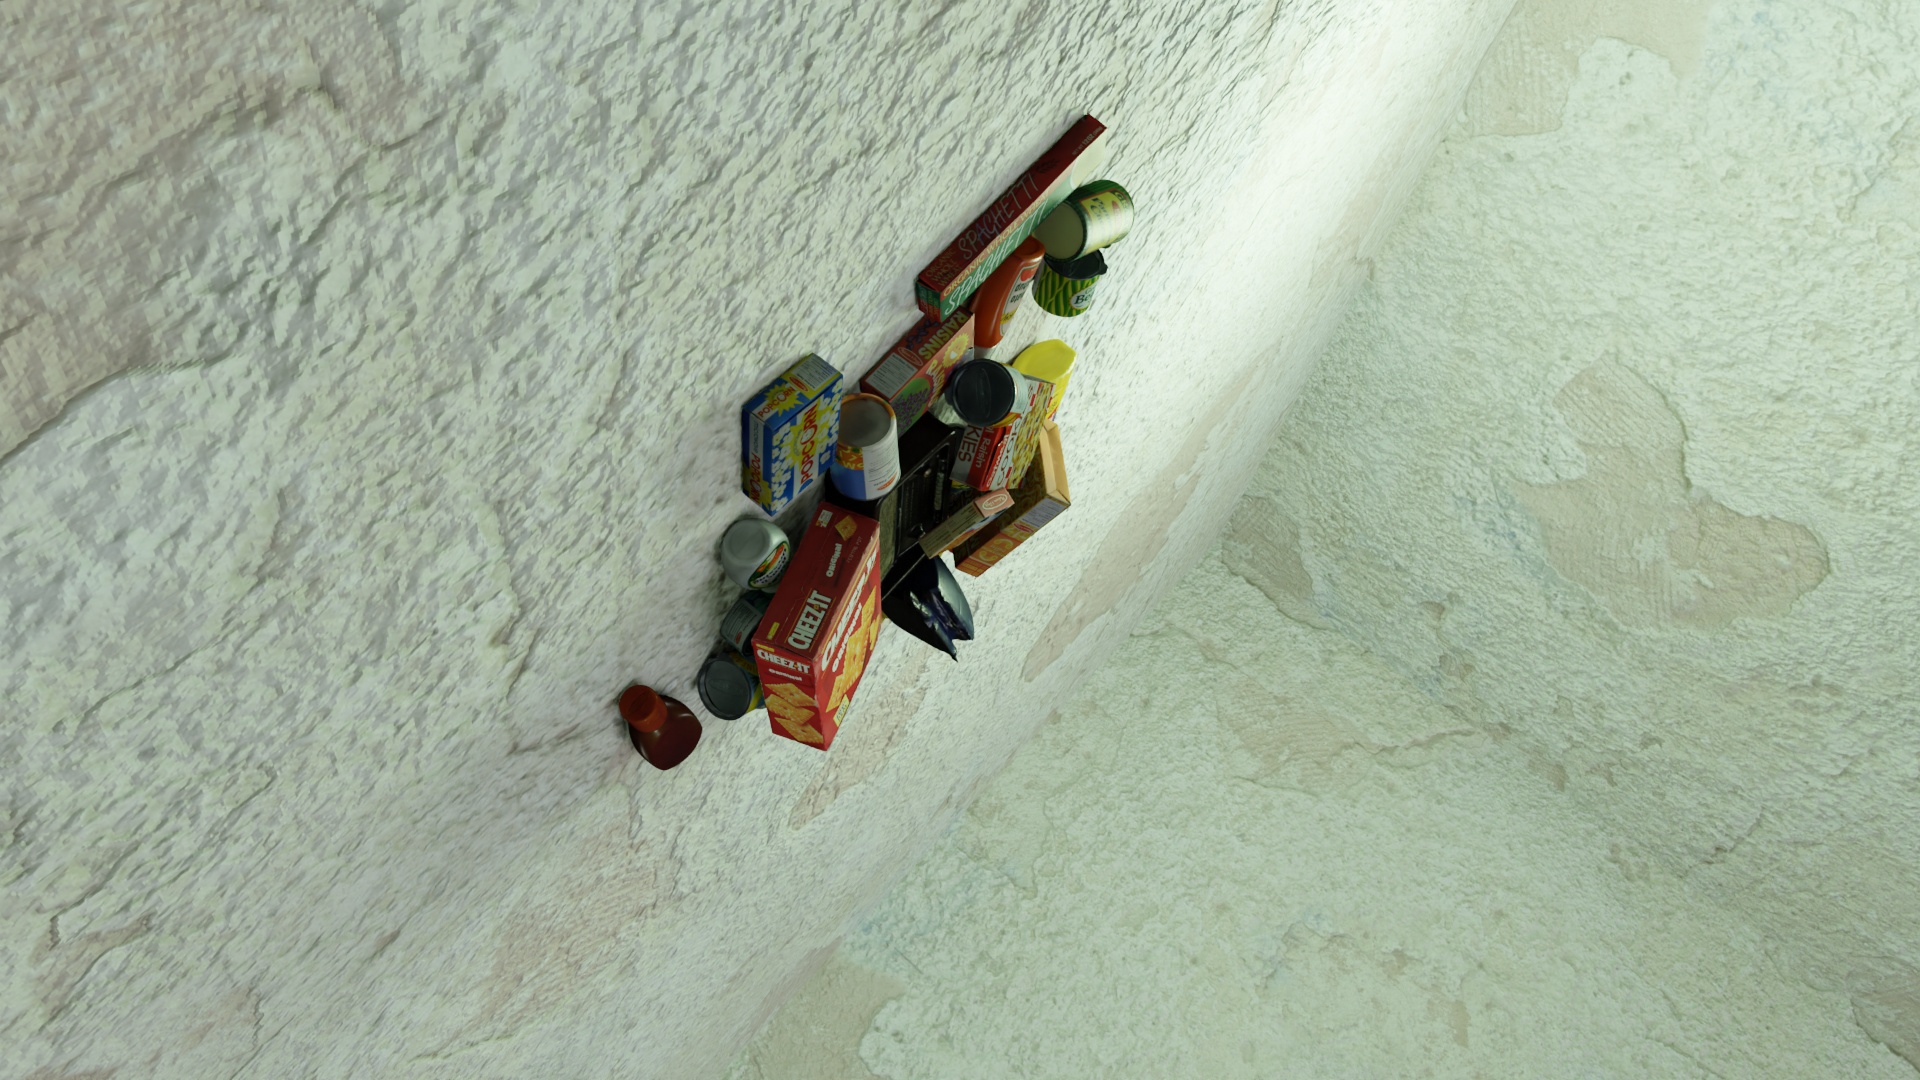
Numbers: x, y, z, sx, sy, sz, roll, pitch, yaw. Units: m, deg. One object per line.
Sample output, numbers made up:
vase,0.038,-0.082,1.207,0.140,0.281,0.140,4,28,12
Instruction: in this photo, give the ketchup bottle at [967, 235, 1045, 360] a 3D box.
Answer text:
ketchup bottle,0.032,-0.230,1.371,0.065,0.043,0.148,-43,164,-53

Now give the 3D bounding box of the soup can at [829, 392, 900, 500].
soup can,-0.092,-0.088,1.283,0.071,0.071,0.083,-46,159,-23

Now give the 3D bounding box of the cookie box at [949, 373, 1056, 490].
cookie box,0.048,-0.117,1.474,0.168,0.040,0.122,-10,119,-73

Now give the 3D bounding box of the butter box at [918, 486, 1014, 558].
butter box,0.005,-0.018,1.451,0.053,0.024,0.103,-26,172,-45

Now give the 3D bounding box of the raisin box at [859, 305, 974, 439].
raisin box,-0.039,-0.162,1.323,0.124,0.040,0.085,-48,163,-19

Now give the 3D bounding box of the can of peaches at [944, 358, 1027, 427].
can of peaches,0.026,-0.144,1.360,0.071,0.071,0.058,-56,169,12

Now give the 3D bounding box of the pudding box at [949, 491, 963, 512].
pudding box,-0.027,-0.056,1.616,0.049,0.030,0.084,-58,164,17

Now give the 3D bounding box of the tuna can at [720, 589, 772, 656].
tuna can,-0.205,0.080,1.393,0.071,0.033,0.070,-47,164,-18

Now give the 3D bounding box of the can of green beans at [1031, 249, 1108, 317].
can of green beans,0.112,-0.277,1.455,0.071,0.071,0.057,-42,162,-33

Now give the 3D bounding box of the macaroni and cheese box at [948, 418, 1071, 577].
macaroni and cheese box,0.052,-0.052,1.616,0.040,0.124,0.165,24,134,-33

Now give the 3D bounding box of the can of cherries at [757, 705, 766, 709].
can of cherries,-0.202,0.139,1.475,0.071,0.071,0.058,-58,163,20

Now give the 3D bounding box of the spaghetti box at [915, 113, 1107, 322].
spaghetti box,0.049,-0.300,1.290,0.251,0.029,0.050,-47,163,-19

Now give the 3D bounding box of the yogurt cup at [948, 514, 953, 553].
yogurt cup,-0.001,-0.013,1.743,0.072,0.054,0.072,-47,165,-17

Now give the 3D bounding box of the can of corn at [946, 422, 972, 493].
can of corn,-0.003,-0.090,1.536,0.071,0.071,0.058,-53,164,1

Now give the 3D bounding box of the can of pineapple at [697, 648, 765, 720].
can of pineapple,-0.224,0.142,1.416,0.070,0.071,0.058,-59,164,24

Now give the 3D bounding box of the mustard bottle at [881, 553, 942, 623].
mustard bottle,-0.082,0.052,1.662,0.160,0.049,0.065,-52,161,-1

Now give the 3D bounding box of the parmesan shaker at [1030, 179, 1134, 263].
parmesan shaker,0.122,-0.316,1.389,0.103,0.071,0.071,-34,157,-49

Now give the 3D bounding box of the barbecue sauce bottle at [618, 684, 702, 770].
barbecue sauce bottle,-0.292,0.177,1.338,0.065,0.044,0.148,-48,164,-16

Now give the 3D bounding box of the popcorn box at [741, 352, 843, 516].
popcorn box,-0.144,-0.089,1.181,0.085,0.038,0.126,-45,163,-30

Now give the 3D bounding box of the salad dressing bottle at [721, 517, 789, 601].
salad dressing bottle,-0.184,0.023,1.305,0.064,0.044,0.147,-51,166,-10
